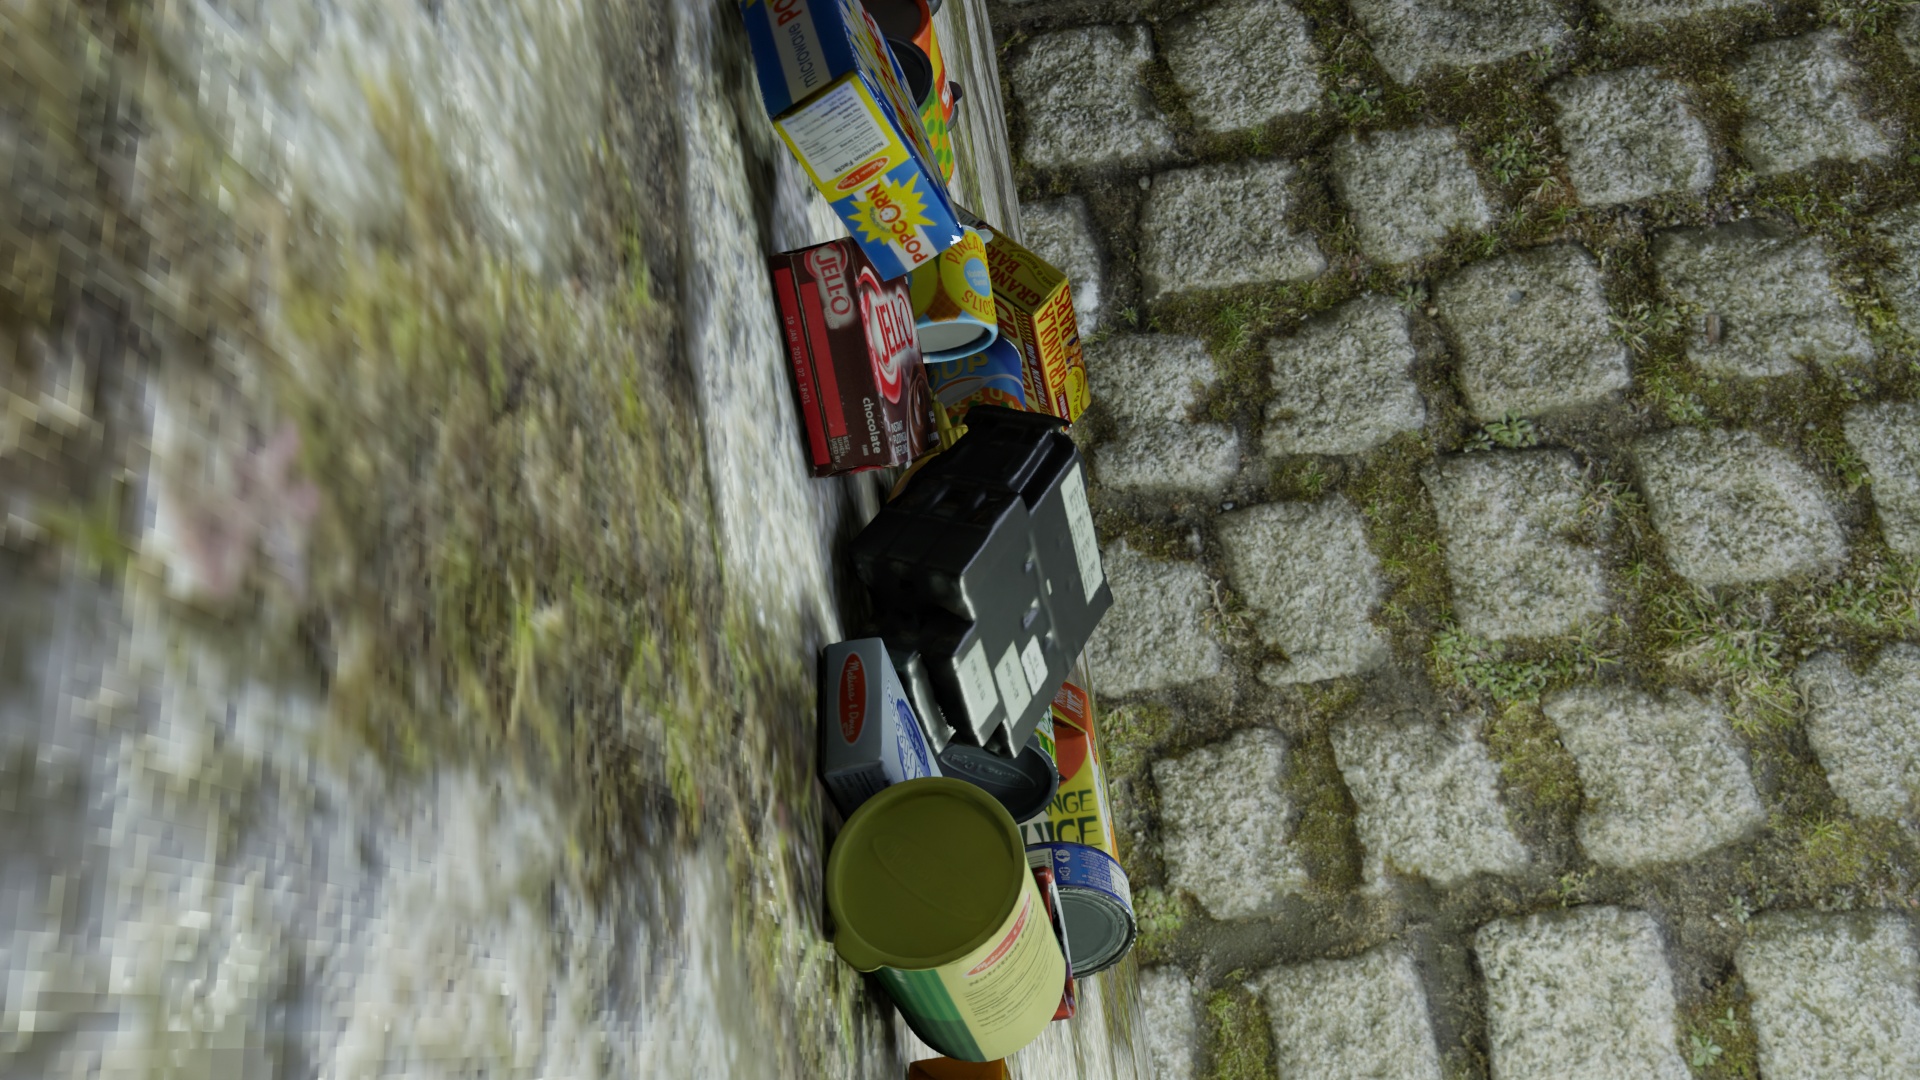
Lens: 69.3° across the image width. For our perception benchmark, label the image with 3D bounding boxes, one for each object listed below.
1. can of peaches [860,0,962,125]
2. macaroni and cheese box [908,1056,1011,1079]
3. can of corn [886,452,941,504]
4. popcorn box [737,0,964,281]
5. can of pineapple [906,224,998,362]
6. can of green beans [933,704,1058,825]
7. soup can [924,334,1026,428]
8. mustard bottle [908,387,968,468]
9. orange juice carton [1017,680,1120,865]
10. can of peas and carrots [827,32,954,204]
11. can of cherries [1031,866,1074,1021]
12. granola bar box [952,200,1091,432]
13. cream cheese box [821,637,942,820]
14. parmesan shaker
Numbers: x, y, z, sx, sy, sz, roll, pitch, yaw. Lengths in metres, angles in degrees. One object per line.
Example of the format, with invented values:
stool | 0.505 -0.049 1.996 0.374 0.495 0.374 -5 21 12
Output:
can of peaches | -0.039 -0.237 0.699 0.057 0.071 0.071 69 13 -55
macaroni and cheese box | 0.016 0.295 0.520 0.124 0.040 0.165 -90 167 -56
can of corn | -0.002 -0.006 0.701 0.058 0.071 0.071 33 47 -76
popcorn box | -0.045 -0.172 0.532 0.085 0.038 0.127 49 18 -47
can of pineapple | -0.013 -0.137 0.771 0.071 0.071 0.058 52 29 -76
can of green beans | 0.012 0.095 0.664 0.058 0.071 0.071 -91 169 -52
soup can | 0.008 -0.086 0.903 0.071 0.071 0.084 72 11 -50
mustard bottle | 0.003 -0.009 0.757 0.049 0.065 0.160 47 30 -78
orange juice carton | 0.057 0.166 0.900 0.072 0.073 0.192 -67 146 -76
can of peas and carrots | -0.041 -0.188 0.642 0.058 0.071 0.071 70 12 -59
can of cherries | 0.016 0.181 0.609 0.071 0.058 0.071 -13 93 -84
granola bar box | 0.026 -0.155 0.967 0.124 0.039 0.165 38 -12 23
cream cheese box | -0.028 0.088 0.523 0.103 0.024 0.053 72 12 -50
parmesan shaker | -0.004 0.138 0.489 0.102 0.071 0.071 73 10 -52
